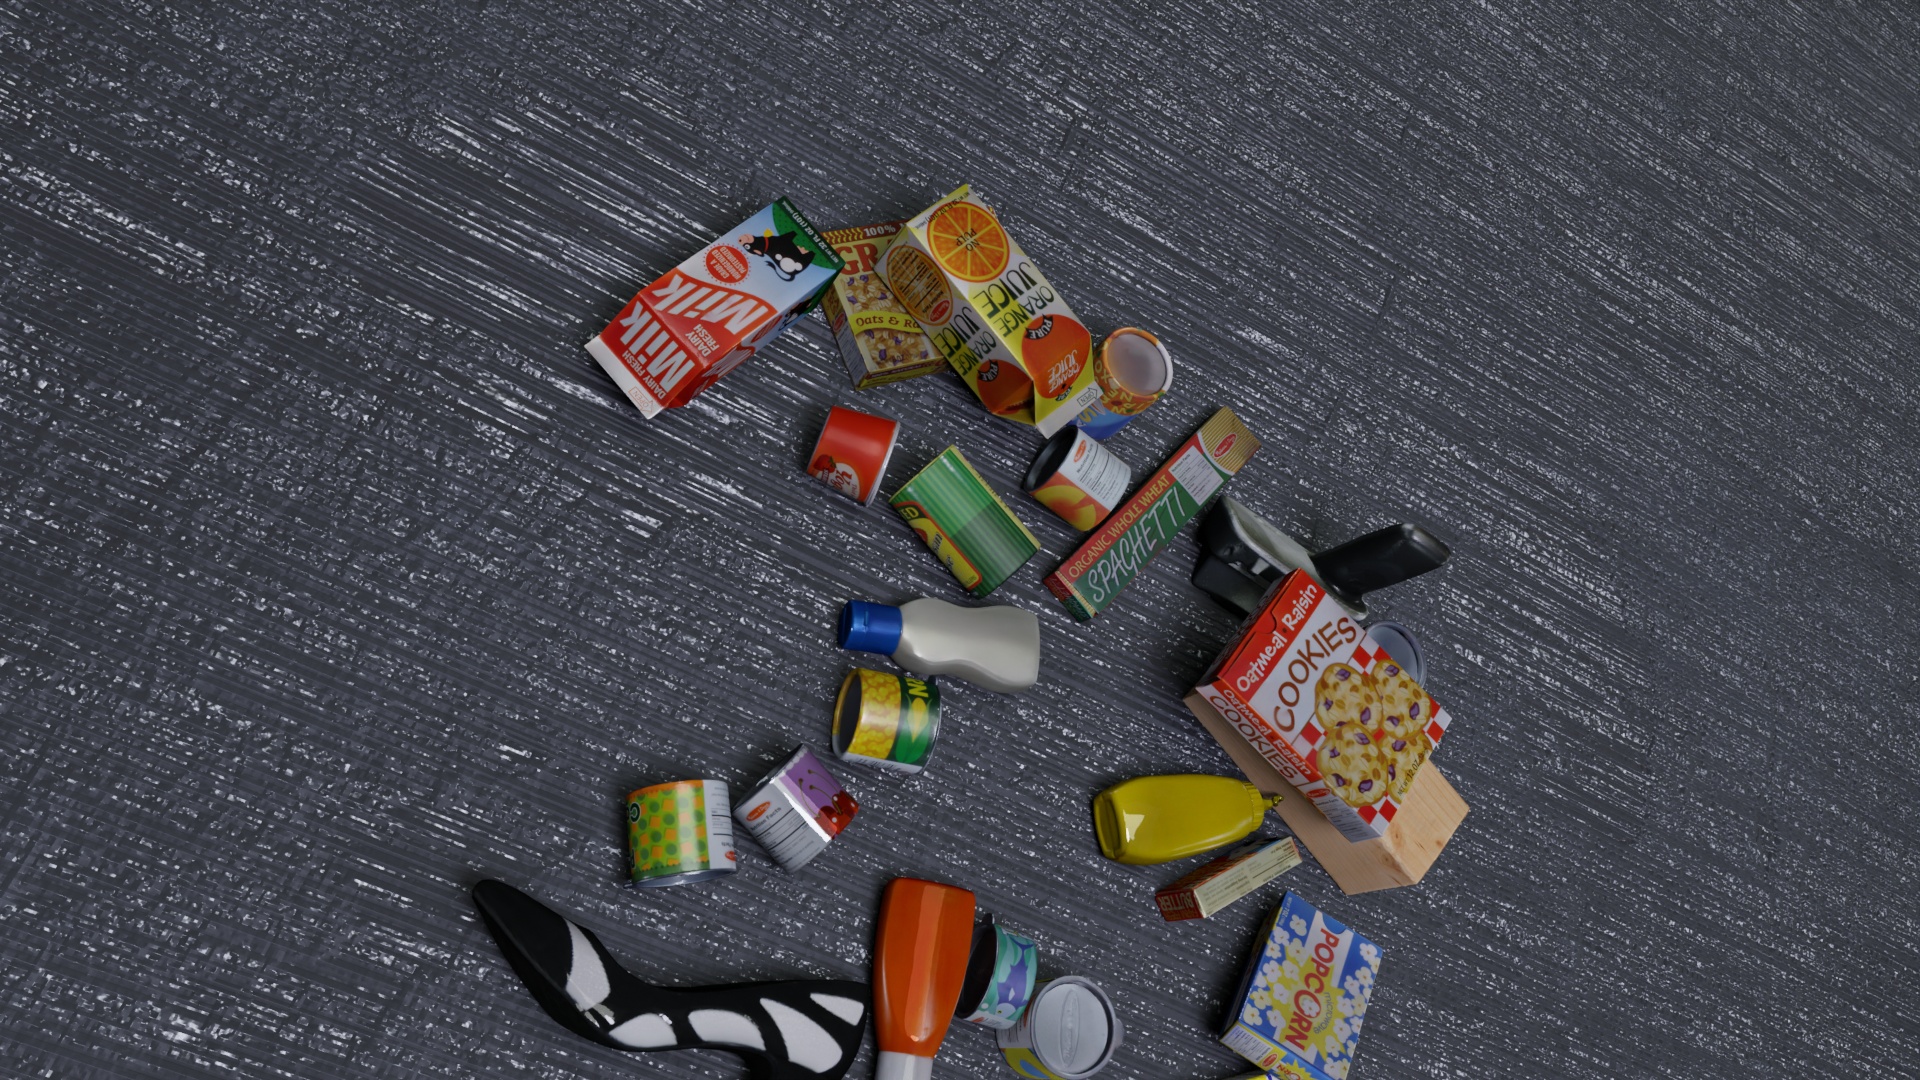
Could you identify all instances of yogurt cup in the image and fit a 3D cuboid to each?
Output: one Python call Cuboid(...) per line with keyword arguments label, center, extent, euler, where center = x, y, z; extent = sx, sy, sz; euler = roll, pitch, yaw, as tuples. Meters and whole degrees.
Cuboid(label="yogurt cup", center=(-0.081, -0.067, 1.037), extent=(0.054, 0.072, 0.073), euler=(21, 63, -8))

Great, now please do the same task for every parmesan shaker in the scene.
Cuboid(label="parmesan shaker", center=(0.004, -0.013, 1.049), extent=(0.103, 0.071, 0.071), euler=(49, 59, -1))

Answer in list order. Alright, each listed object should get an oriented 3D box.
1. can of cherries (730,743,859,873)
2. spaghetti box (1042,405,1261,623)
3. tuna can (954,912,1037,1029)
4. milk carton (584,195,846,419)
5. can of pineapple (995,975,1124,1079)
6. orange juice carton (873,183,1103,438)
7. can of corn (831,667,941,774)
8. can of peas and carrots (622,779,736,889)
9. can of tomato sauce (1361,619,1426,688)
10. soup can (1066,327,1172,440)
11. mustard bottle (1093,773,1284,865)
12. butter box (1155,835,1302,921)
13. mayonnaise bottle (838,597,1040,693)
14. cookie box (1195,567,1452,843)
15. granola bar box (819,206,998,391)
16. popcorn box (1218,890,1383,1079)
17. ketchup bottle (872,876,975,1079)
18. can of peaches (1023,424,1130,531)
Cuboid(label="can of cherries", center=(-0.109, 0.178, 0.927), extent=(0.058, 0.071, 0.072), euler=(47, 59, -2))
Cuboid(label="spaghetti box", center=(0.162, -0.025, 1.152), extent=(0.050, 0.028, 0.251), euler=(48, 59, -1))
Cuboid(label="tuna can", center=(0.023, 0.292, 0.942), extent=(0.033, 0.070, 0.071), euler=(23, 63, -17))
Cuboid(label="milk carton", center=(-0.181, -0.167, 1.022), extent=(0.072, 0.073, 0.191), euler=(48, 59, -1))
Cuboid(label="can of pineapple", center=(0.066, 0.335, 0.950), extent=(0.071, 0.057, 0.071), euler=(9, 68, -22))
Cuboid(label="orange juice carton", center=(0.028, -0.170, 1.075), extent=(0.072, 0.072, 0.192), euler=(-41, 92, -30))
Cuboid(label="can of corn", center=(-0.052, 0.124, 0.972), extent=(0.058, 0.071, 0.071), euler=(14, 65, -19))
Cuboid(label="can of peas and carrots", center=(-0.182, 0.188, 0.889), extent=(0.071, 0.070, 0.059), euler=(0, 70, -25))
Cuboid(label="can of tomato sauce", center=(0.329, 0.110, 1.145), extent=(0.071, 0.082, 0.071), euler=(9, 67, -22))
Cuboid(label="soup can", center=(0.123, -0.129, 1.142), extent=(0.071, 0.083, 0.071), euler=(9, 68, -21))
Cuboid(label="mustard bottle", center=(0.180, 0.209, 1.057), extent=(0.160, 0.048, 0.065), euler=(0, 71, -26))
Cuboid(label="butter box", center=(0.202, 0.254, 1.047), extent=(0.104, 0.053, 0.024), euler=(-20, 83, -29))
Cuboid(label="mayonnaise bottle", center=(-0.015, 0.073, 1.026), extent=(0.148, 0.041, 0.065), euler=(11, 65, -20))
Cuboid(label="cookie box", center=(0.272, 0.121, 1.032), extent=(0.167, 0.040, 0.123), euler=(45, 60, -3))
Cuboid(label="granola bar box", center=(-0.029, -0.198, 1.125), extent=(0.166, 0.039, 0.124), euler=(-16, 79, -29))
Cuboid(label="popcorn box", center=(0.251, 0.333, 1.019), extent=(0.085, 0.038, 0.127), euler=(31, 44, 7))
Cuboid(label="ketchup bottle", center=(-0.030, 0.304, 0.925), extent=(0.065, 0.043, 0.149), euler=(15, 65, -12))
Cuboid(label="can of peaches", center=(0.092, -0.049, 1.107), extent=(0.058, 0.071, 0.071), euler=(35, 60, -15))
